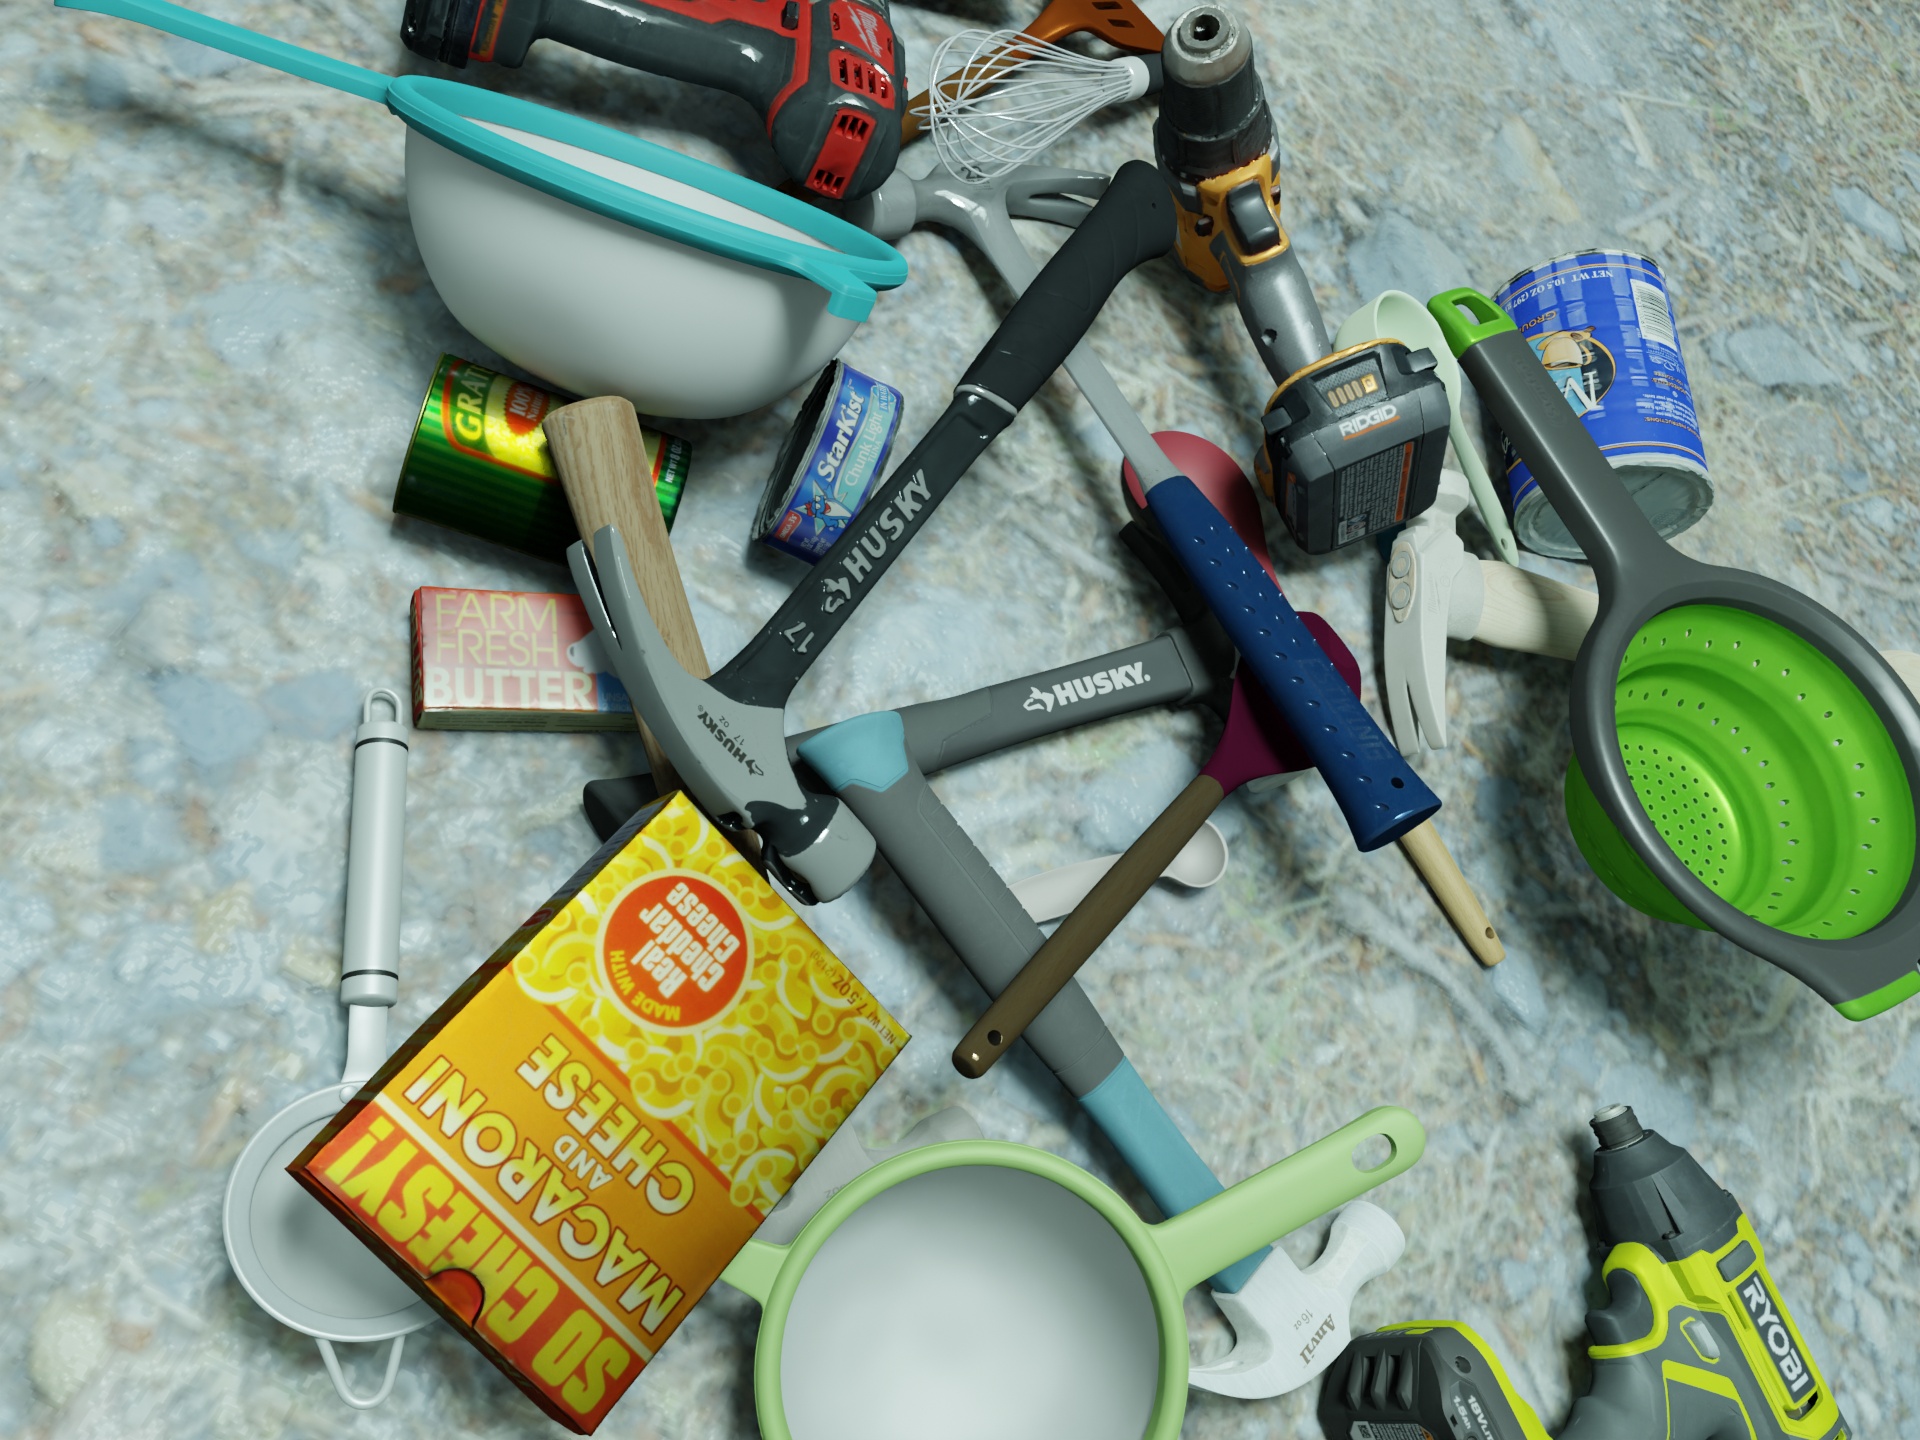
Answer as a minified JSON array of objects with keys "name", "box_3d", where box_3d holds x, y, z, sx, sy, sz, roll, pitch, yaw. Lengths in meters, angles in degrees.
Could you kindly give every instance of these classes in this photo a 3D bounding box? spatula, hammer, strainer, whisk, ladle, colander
[{"name":"spatula","box_3d":[0.005,-0.336,0.849,0.081,0.041,0.322,47,62,1]},{"name":"hammer","box_3d":[-0.001,-0.002,0.695,0.334,0.035,0.146,-15,76,-29]},{"name":"strainer","box_3d":[-0.195,-0.199,0.642,0.340,0.095,0.211,17,20,-8]},{"name":"whisk","box_3d":[0.070,-0.335,0.842,0.070,0.070,0.284,53,45,4]},{"name":"strainer","box_3d":[-0.205,0.103,0.554,0.086,0.050,0.259,9,59,-30]},{"name":"hammer","box_3d":[0.048,0.131,0.641,0.128,0.033,0.331,-39,95,-31]},{"name":"hammer","box_3d":[0.406,-0.026,0.886,0.410,0.038,0.146,10,77,-24]},{"name":"ladle","box_3d":[0.181,-0.016,0.791,0.069,0.031,0.315,-28,84,-32]},{"name":"strainer","box_3d":[0.049,0.202,0.581,0.256,0.069,0.151,-24,86,-10]},{"name":"hammer","box_3d":[-0.095,0.041,0.597,0.130,0.031,0.331,-17,89,-28]},{"name":"colander","box_3d":[0.329,-0.035,0.793,0.204,0.094,0.397,-21,74,-25]},{"name":"hammer","box_3d":[-0.003,-0.122,0.653,0.149,0.036,0.409,50,51,-21]},{"name":"hammer","box_3d":[0.096,-0.119,0.747,0.144,0.035,0.406,-17,65,-31]}]

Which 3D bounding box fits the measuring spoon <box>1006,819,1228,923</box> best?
[{"name":"measuring spoon","box_3d":[0.063,0.071,0.708,0.124,0.018,0.034,-14,75,-22]}]

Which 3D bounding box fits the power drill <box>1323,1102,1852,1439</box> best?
[{"name":"power drill","box_3d":[0.269,0.278,0.678,0.223,0.080,0.171,-17,78,-34]}]

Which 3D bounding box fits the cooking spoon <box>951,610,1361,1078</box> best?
[{"name":"cooking spoon","box_3d":[0.092,0.043,0.673,0.069,0.017,0.319,51,50,-4]}]

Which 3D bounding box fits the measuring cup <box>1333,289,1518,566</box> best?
[{"name":"measuring cup","box_3d":[0.259,-0.155,0.882,0.083,0.038,0.167,-31,96,-44]}]

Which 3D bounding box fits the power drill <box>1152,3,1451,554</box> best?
[{"name":"power drill","box_3d":[0.154,-0.213,0.765,0.084,0.185,0.226,-22,71,6]}]

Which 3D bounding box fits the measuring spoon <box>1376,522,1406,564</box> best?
[{"name":"measuring spoon","box_3d":[0.228,-0.136,0.864,0.042,0.021,0.129,-22,80,-31]}]

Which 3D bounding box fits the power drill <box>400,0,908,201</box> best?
[{"name":"power drill","box_3d":[-0.132,-0.347,0.751,0.226,0.080,0.188,14,48,-21]}]
